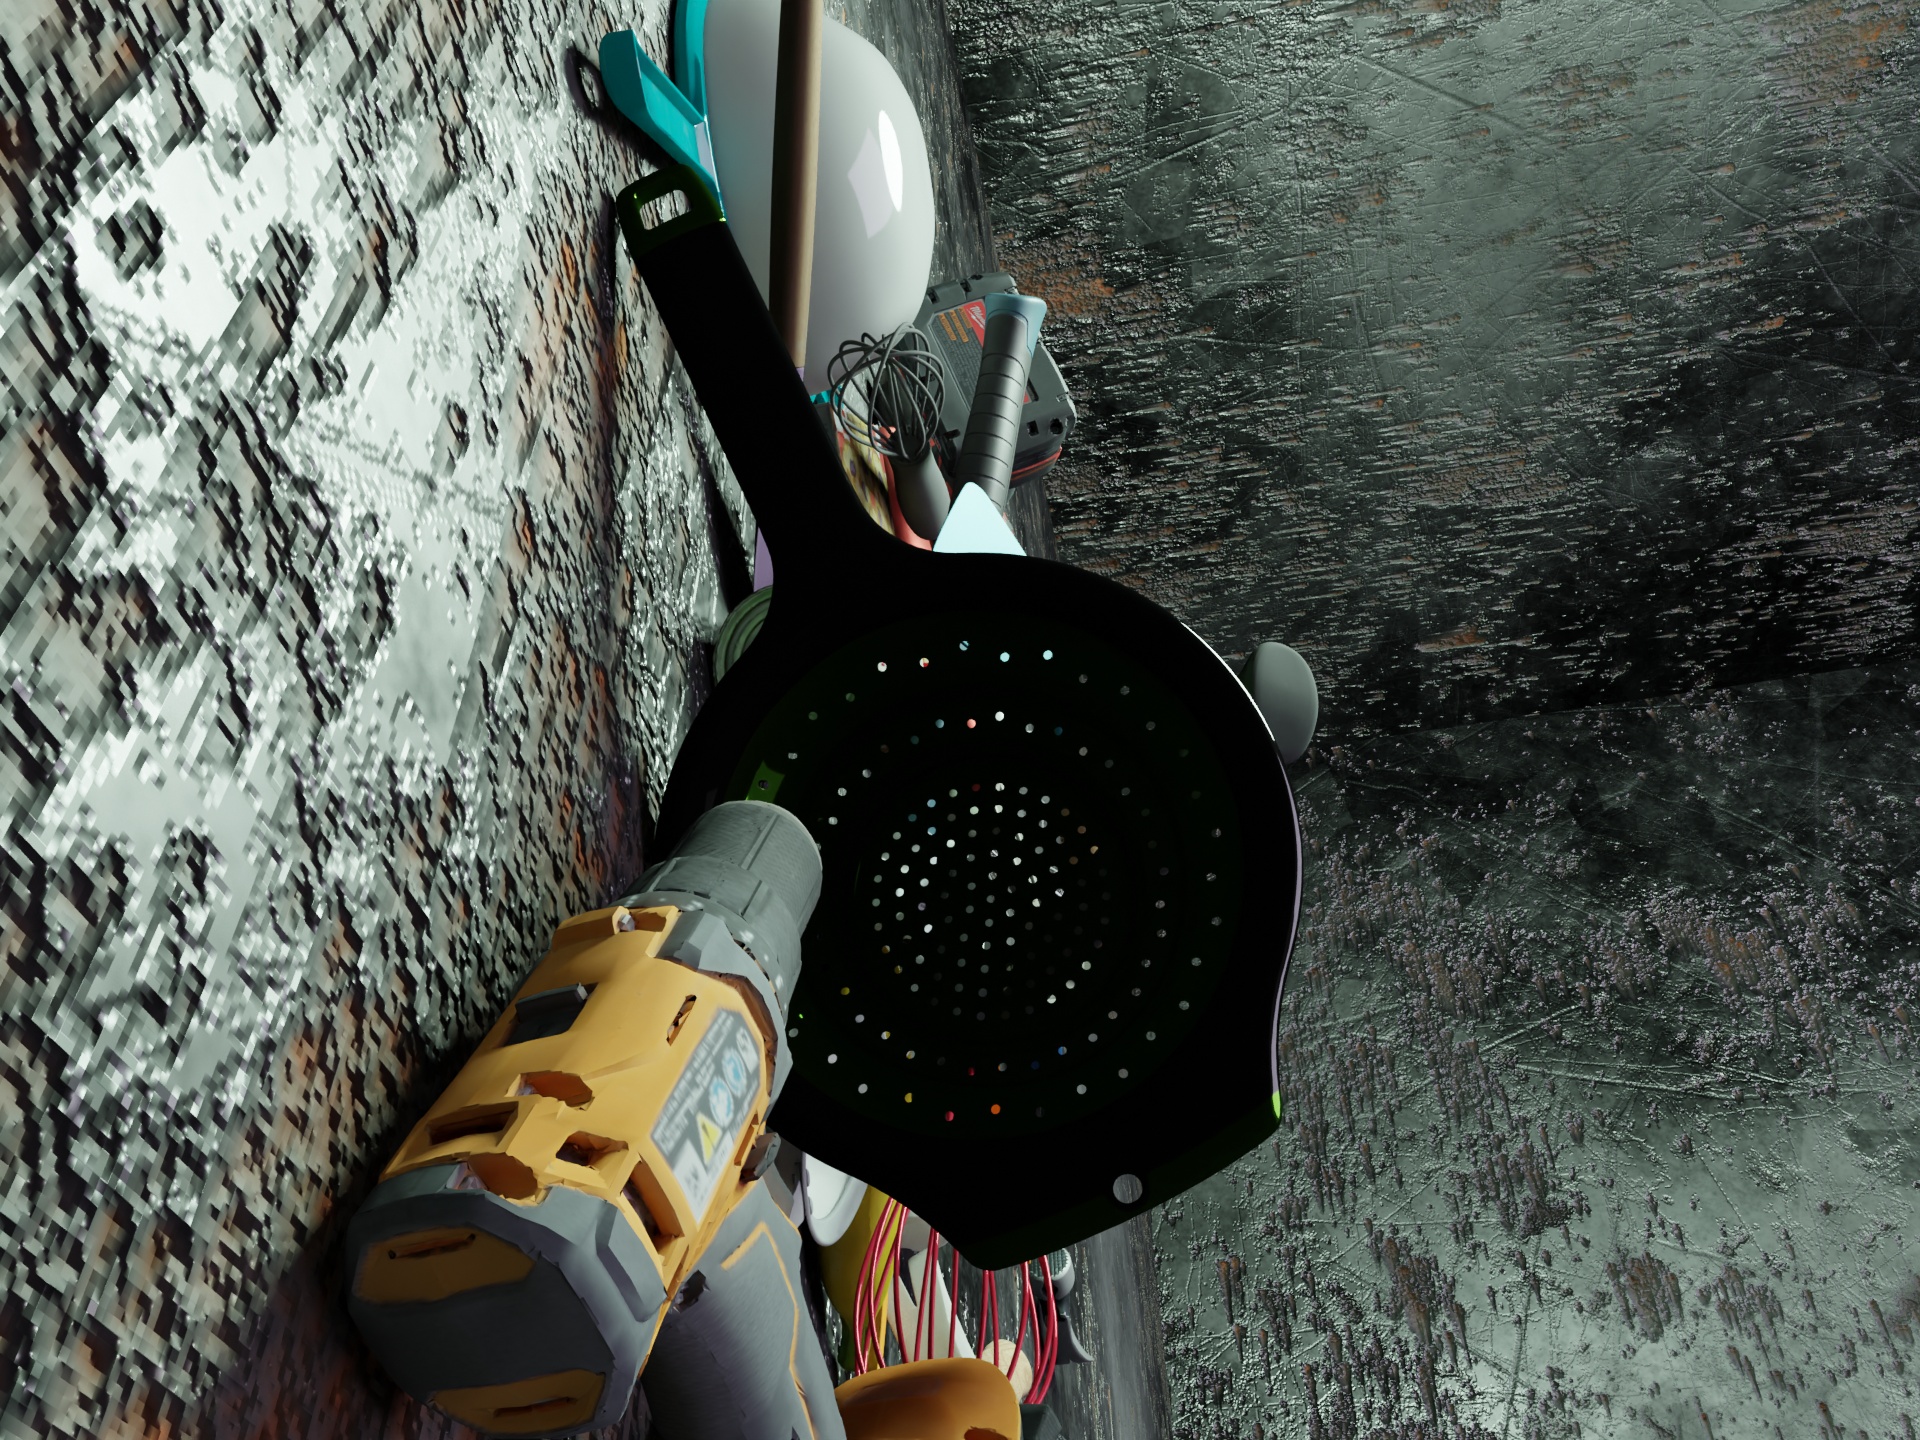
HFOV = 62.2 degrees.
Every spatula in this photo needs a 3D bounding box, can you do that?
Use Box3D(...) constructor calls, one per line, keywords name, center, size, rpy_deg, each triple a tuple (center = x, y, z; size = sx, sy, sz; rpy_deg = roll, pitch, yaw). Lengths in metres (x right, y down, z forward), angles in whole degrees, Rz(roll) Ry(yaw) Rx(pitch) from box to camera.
Box3D(name="spatula", center=(0.043, 0.027, 0.794), size=(0.317, 0.044, 0.082), rpy_deg=(74, 27, -45))
Box3D(name="spatula", center=(-0.070, -0.169, 0.643), size=(0.060, 0.018, 0.315), rpy_deg=(-60, 156, -71))

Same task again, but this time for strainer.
Box3D(name="strainer", center=(-0.061, 0.169, 0.509), size=(0.258, 0.050, 0.086), rpy_deg=(-68, 157, -65))
Box3D(name="strainer", center=(-0.069, -0.254, 0.718), size=(0.340, 0.095, 0.211), rpy_deg=(-49, 130, -82))

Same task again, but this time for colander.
Box3D(name="colander", center=(-0.027, -0.017, 0.559), size=(0.094, 0.204, 0.397), rpy_deg=(71, -7, -74))

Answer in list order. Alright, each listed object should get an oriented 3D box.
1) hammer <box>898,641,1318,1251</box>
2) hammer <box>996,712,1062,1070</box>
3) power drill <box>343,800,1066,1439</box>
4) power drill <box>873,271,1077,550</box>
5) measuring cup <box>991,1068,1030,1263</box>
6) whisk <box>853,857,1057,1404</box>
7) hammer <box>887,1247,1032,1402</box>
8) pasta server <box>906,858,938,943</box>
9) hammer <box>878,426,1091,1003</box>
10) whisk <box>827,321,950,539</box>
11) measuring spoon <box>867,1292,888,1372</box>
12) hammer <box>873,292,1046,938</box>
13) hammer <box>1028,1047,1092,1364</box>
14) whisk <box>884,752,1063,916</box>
Box3D(name="hammer", center=(0.046, 0.088, 0.684), size=(0.334, 0.035, 0.146), rpy_deg=(-56, -155, 38))
Box3D(name="hammer", center=(0.062, 0.166, 1.197), size=(0.144, 0.035, 0.405), rpy_deg=(46, -27, 39))
Box3D(name="power drill", center=(-0.044, 0.143, 0.400), size=(0.185, 0.084, 0.226), rpy_deg=(-68, 139, -62))
Box3D(name="power drill", center=(-0.006, -0.186, 1.003), size=(0.226, 0.080, 0.188), rpy_deg=(103, -35, -70))
Box3D(name="measuring cup", center=(0.004, 0.250, 0.857), size=(0.095, 0.052, 0.173), rpy_deg=(-91, 171, -46))
Box3D(name="whisk", center=(-0.001, 0.154, 0.622), size=(0.296, 0.073, 0.073), rpy_deg=(-88, 167, -54))
Box3D(name="hammer", center=(0.014, 0.331, 0.796), size=(0.130, 0.031, 0.331), rpy_deg=(58, -6, 19))
Box3D(name="pasta server", center=(-0.003, 0.098, 1.032), size=(0.060, 0.040, 0.316), rpy_deg=(61, 11, -12))
Box3D(name="hammer", center=(-0.001, -0.003, 0.912), size=(0.149, 0.036, 0.359), rpy_deg=(5, 63, -65))
Box3D(name="whisk", center=(-0.026, -0.133, 0.795), size=(0.239, 0.055, 0.055), rpy_deg=(67, 16, -77))
Box3D(name="measuring spoon", center=(-0.033, 0.262, 0.647), size=(0.021, 0.011, 0.117), rpy_deg=(-61, -173, 10))
Box3D(name="hammer", center=(-0.001, -0.058, 0.769), size=(0.128, 0.033, 0.331), rpy_deg=(55, 45, -73))
Box3D(name="hammer", center=(0.081, 0.358, 1.373), size=(0.409, 0.036, 0.149), rpy_deg=(-88, 168, -57))
Box3D(name="whisk", center=(0.013, 0.072, 0.969), size=(0.059, 0.058, 0.246), rpy_deg=(-58, 135, -18))
